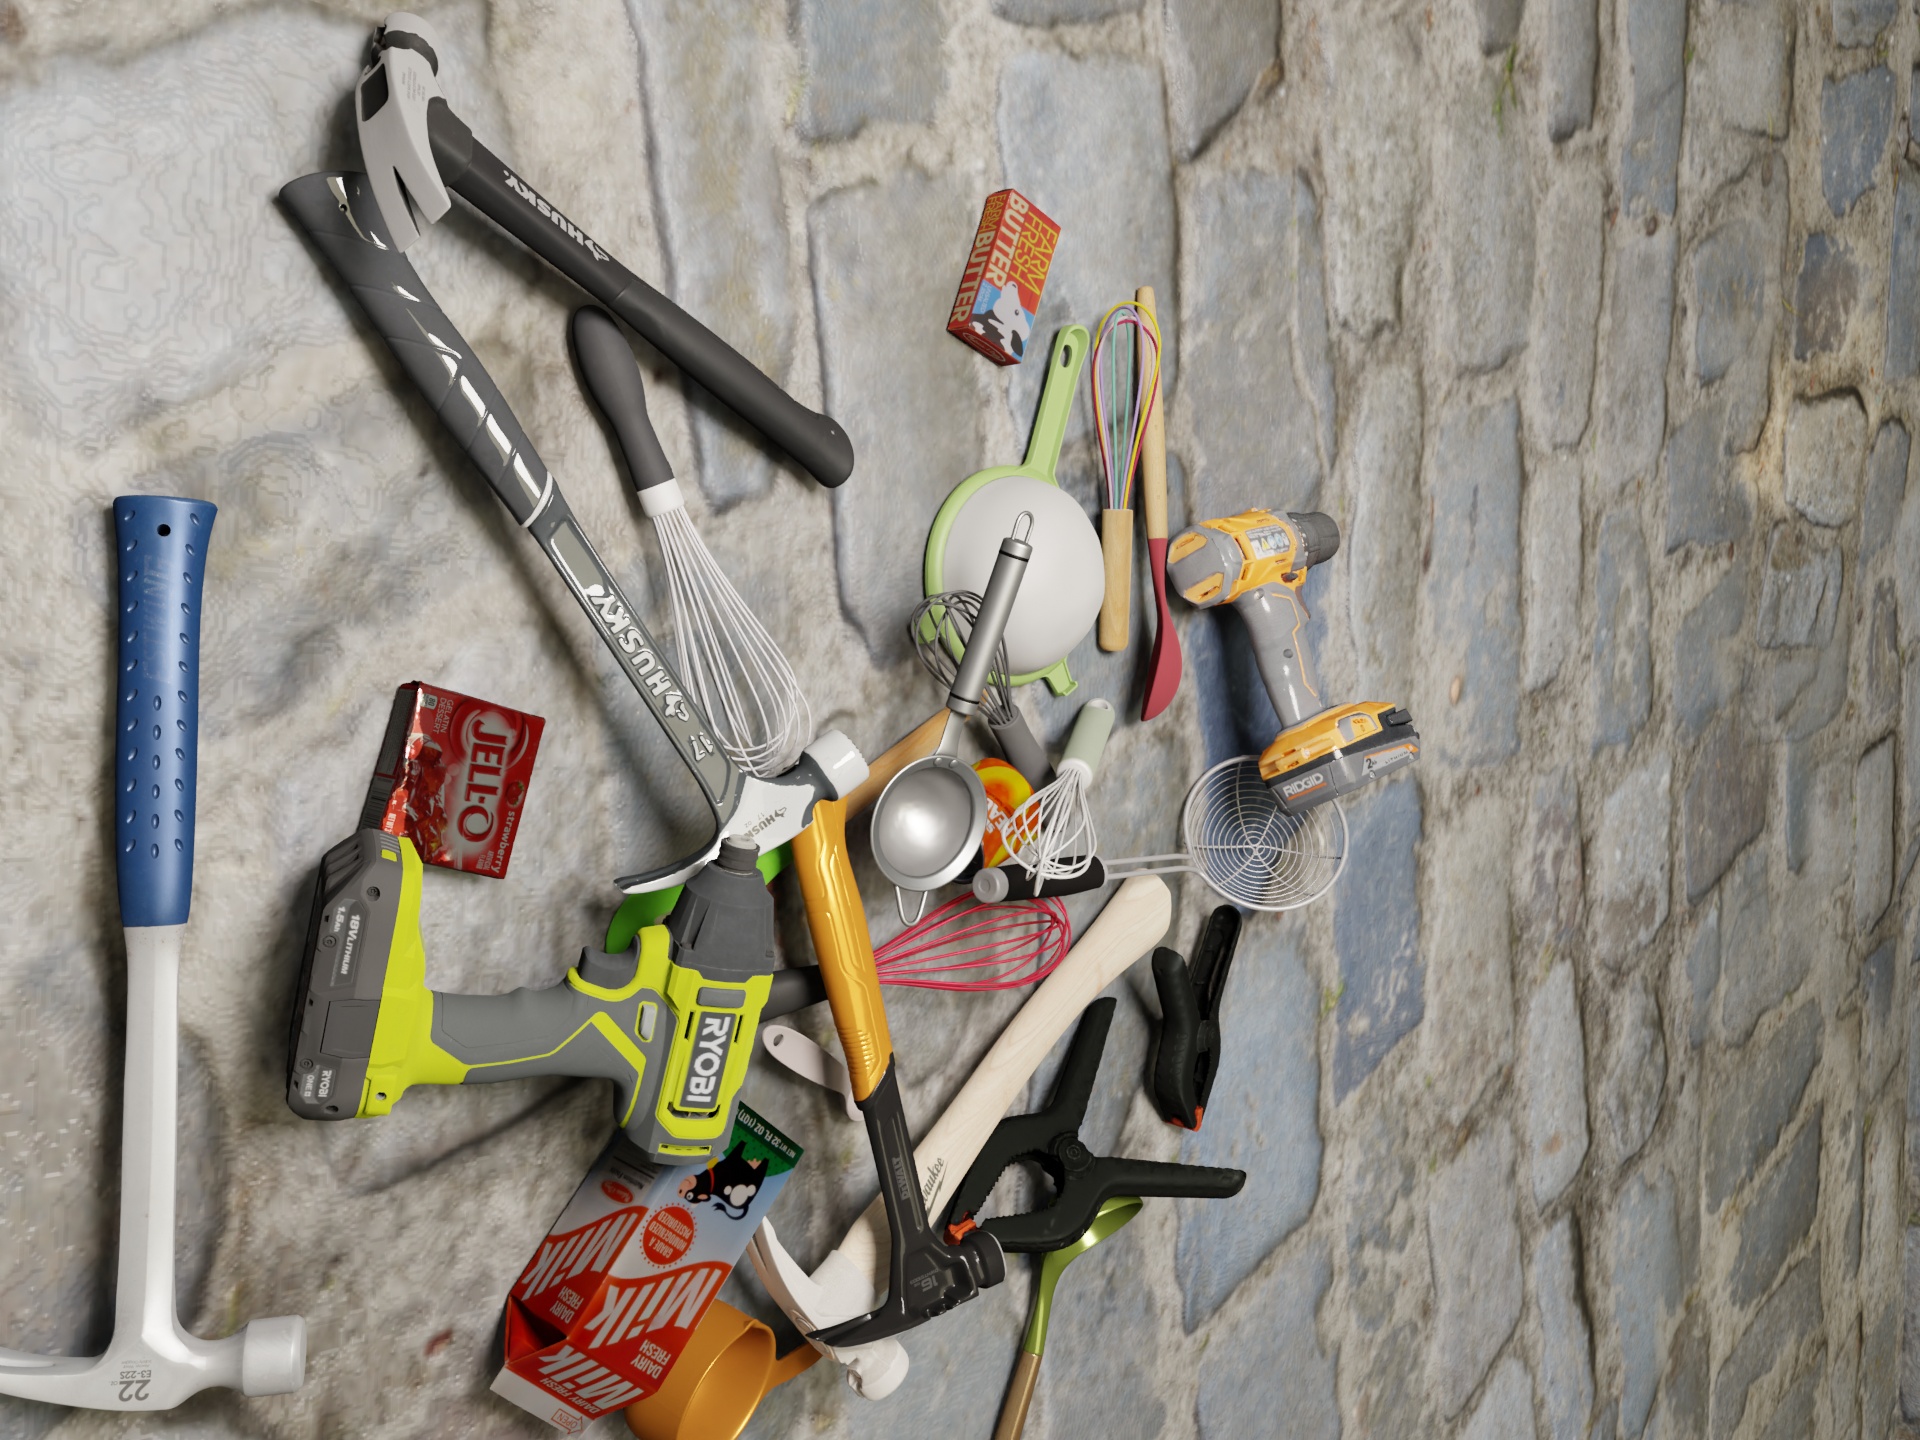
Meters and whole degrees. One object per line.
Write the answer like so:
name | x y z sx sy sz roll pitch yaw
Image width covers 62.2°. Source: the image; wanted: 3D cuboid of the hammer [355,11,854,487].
hammer | -0.173 -0.220 0.848 0.334 0.035 0.146 35 32 -43

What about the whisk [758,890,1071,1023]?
whisk | -0.050 0.154 1.001 0.295 0.073 0.073 -9 99 -34

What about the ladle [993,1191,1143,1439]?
ladle | 0.053 0.473 1.111 0.078 0.062 0.320 31 75 -58

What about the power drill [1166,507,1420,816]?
power drill | 0.264 -0.058 1.210 0.185 0.084 0.226 -18 81 -45

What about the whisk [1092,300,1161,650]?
whisk | 0.114 -0.171 1.123 0.051 0.047 0.245 -53 144 -78

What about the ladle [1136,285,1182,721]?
ladle | 0.140 -0.157 1.154 0.031 0.069 0.315 -2 89 0

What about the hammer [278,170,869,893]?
hammer | -0.211 -0.093 0.817 0.149 0.036 0.408 -37 107 -16

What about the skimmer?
skimmer | 0.149 0.086 1.113 0.363 0.090 0.127 0 57 -51

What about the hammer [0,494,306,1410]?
hammer | -0.368 0.103 0.713 0.144 0.035 0.405 1 88 -18

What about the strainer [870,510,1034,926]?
strainer | -0.002 -0.003 0.958 0.086 0.050 0.258 12 102 -39

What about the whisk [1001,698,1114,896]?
whisk | 0.073 0.040 1.038 0.246 0.058 0.059 -60 163 -63

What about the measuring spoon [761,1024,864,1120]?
measuring spoon | -0.088 0.213 0.983 0.124 0.018 0.034 46 68 -44

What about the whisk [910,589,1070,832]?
whisk | 0.027 0.001 1.043 0.055 0.055 0.238 -54 138 -25

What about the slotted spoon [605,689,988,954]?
slotted spoon | -0.087 0.062 0.981 0.314 0.031 0.070 -39 113 -34

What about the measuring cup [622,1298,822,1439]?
measuring cup | -0.136 0.381 0.950 0.173 0.052 0.095 15 94 -65

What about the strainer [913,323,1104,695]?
strainer | 0.066 -0.147 1.069 0.151 0.069 0.256 19 82 -40

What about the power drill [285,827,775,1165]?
power drill | -0.207 0.129 0.793 0.223 0.080 0.171 10 100 -25

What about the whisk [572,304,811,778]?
whisk | -0.156 -0.095 0.894 0.070 0.070 0.284 -30 106 -36

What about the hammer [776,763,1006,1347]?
hammer | -0.063 0.191 0.938 0.127 0.034 0.337 -12 90 -35

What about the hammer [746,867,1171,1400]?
hammer | 0.020 0.233 1.056 0.411 0.038 0.146 -46 111 -36
